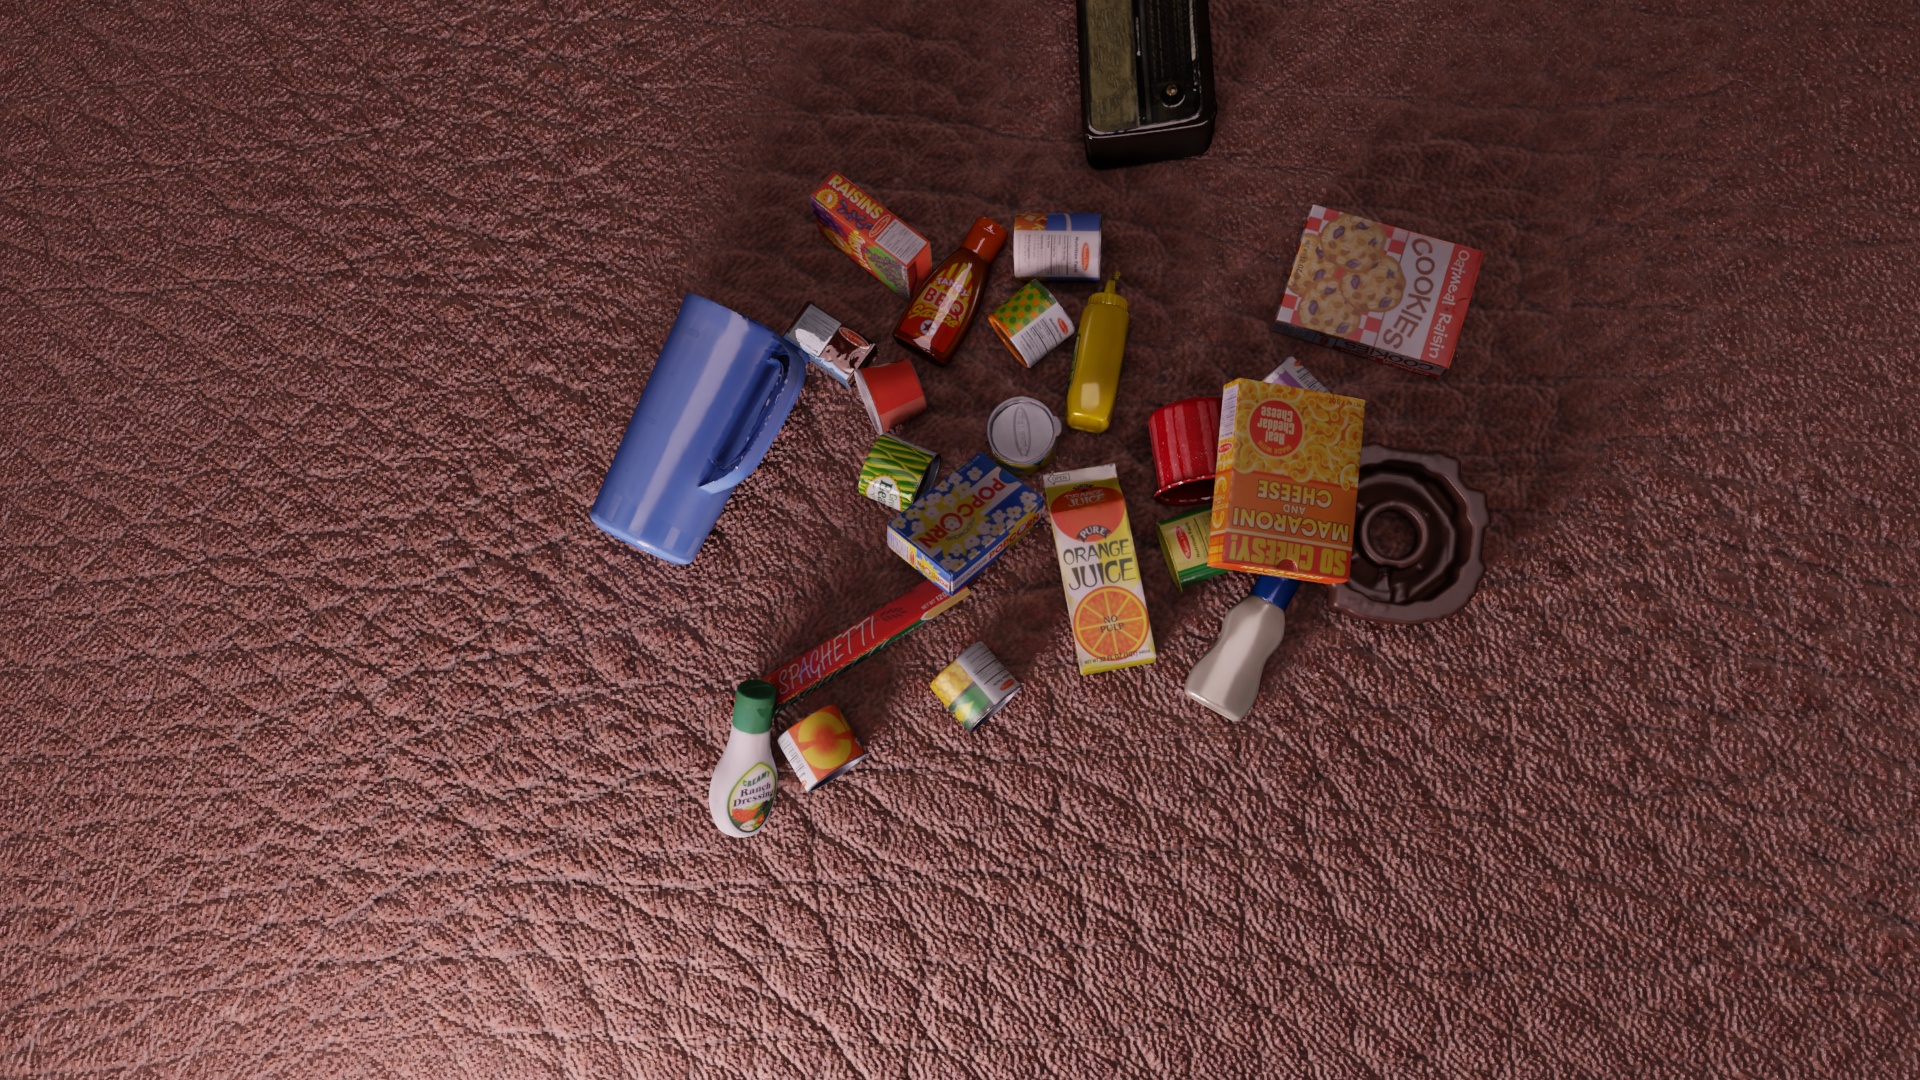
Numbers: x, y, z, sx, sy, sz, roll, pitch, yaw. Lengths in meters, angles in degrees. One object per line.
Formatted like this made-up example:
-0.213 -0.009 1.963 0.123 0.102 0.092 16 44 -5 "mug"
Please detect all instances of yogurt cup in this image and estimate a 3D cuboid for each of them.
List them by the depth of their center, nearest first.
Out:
-0.066 -0.143 1.350 0.054 0.072 0.072 -22 80 -6 "yogurt cup"

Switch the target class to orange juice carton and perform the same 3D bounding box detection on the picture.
0.129 0.025 1.299 0.072 0.073 0.193 -11 80 3 "orange juice carton"

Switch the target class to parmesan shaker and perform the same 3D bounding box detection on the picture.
0.243 0.001 1.296 0.103 0.071 0.071 -18 80 2 "parmesan shaker"

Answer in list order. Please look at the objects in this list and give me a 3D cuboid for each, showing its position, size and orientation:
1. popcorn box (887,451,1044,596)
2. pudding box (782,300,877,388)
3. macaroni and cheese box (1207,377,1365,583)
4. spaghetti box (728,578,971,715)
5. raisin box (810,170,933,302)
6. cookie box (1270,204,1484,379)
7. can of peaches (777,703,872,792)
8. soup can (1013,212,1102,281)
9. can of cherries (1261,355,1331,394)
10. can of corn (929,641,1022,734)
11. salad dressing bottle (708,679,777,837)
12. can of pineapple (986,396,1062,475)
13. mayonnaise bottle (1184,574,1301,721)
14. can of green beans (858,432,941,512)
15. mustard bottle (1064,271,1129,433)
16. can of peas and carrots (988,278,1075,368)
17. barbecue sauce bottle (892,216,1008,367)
0.005 -0.016 1.302 0.085 0.038 0.127 38 61 25 "popcorn box"
-0.130 -0.194 1.380 0.084 0.030 0.050 34 84 9 "pudding box"
0.290 -0.052 1.238 0.124 0.040 0.166 8 83 -12 "macaroni and cheese box"
-0.103 0.100 1.319 0.250 0.050 0.029 -31 78 0 "spaghetti box"
-0.087 -0.297 1.364 0.123 0.086 0.040 39 81 9 "raisin box"
0.399 -0.239 1.334 0.167 0.040 0.123 18 83 8 "cookie box"
-0.128 0.193 1.299 0.071 0.071 0.058 -34 79 -1 "can of peaches"
0.096 -0.287 1.359 0.084 0.071 0.071 2 81 6 "soup can"
0.308 -0.130 1.313 0.071 0.071 0.058 -44 81 -2 "can of cherries"
0.013 0.138 1.296 0.071 0.071 0.058 -41 79 -2 "can of corn"
-0.196 0.201 1.281 0.044 0.064 0.147 31 120 43 "salad dressing bottle"
0.062 -0.099 1.333 0.071 0.058 0.071 -1 81 5 "can of pineapple"
0.268 0.091 1.292 0.065 0.041 0.148 29 83 7 "mayonnaise bottle"
-0.058 -0.064 1.334 0.058 0.071 0.071 23 84 9 "can of green beans"
0.135 -0.186 1.340 0.049 0.065 0.160 10 76 2 "mustard bottle"
0.068 -0.211 1.348 0.059 0.071 0.071 -39 80 -1 "can of peas and carrots"
-0.005 -0.248 1.371 0.065 0.043 0.148 30 84 5 "barbecue sauce bottle"
